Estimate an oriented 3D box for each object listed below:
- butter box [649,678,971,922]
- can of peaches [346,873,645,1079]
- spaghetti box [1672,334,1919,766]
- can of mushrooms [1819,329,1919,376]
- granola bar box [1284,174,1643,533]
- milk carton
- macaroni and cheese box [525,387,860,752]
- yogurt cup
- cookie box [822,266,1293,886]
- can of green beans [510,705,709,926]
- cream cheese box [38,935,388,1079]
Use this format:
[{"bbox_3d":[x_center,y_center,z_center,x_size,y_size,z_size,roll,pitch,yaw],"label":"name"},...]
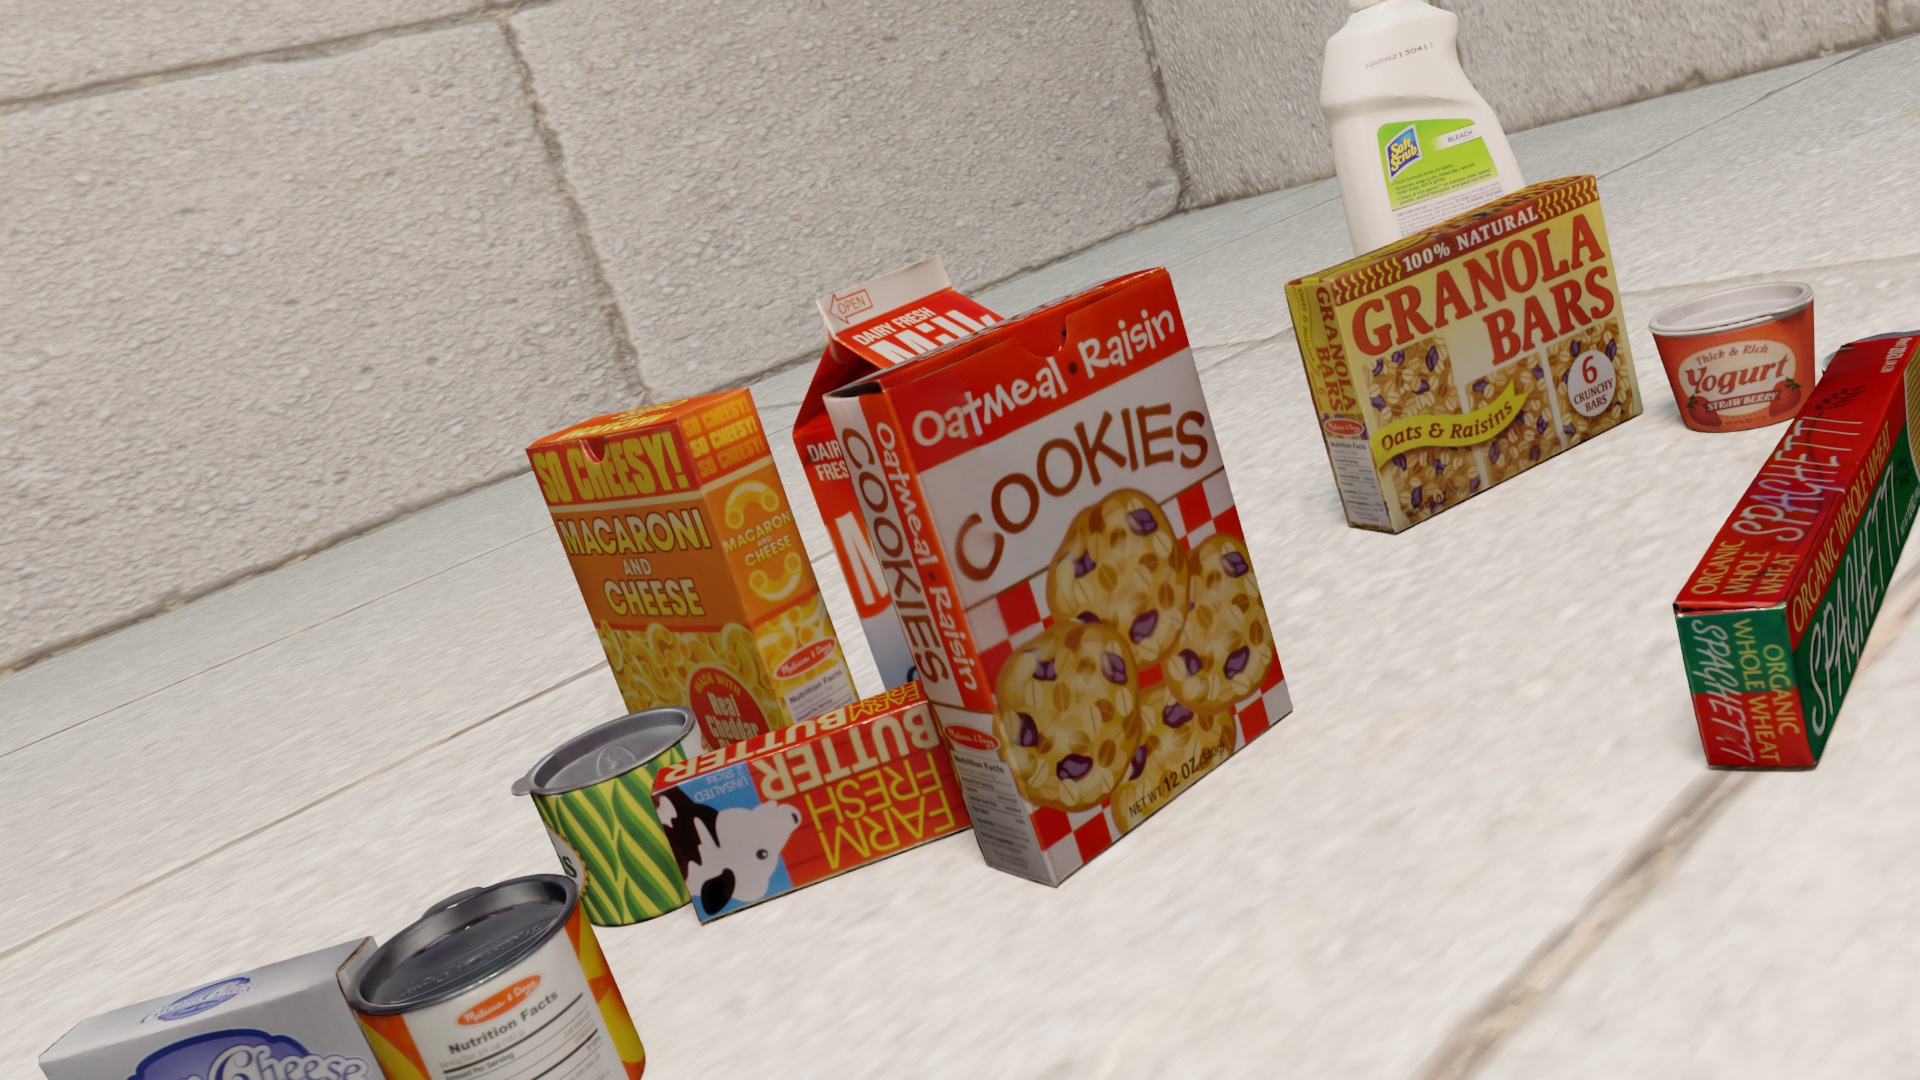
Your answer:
[{"bbox_3d":[-0.051,0.091,0.490,0.103,0.053,0.024,-19,13,-3],"label":"butter box"},{"bbox_3d":[-0.132,0.138,0.401,0.071,0.058,0.071,-17,14,4],"label":"can of peaches"},{"bbox_3d":[0.282,-0.008,0.451,0.028,0.050,0.251,-5,19,43],"label":"spaghetti box"},{"bbox_3d":[0.389,-0.063,0.564,0.071,0.033,0.071,-17,14,4],"label":"can of mushrooms"},{"bbox_3d":[0.245,-0.092,0.670,0.166,0.124,0.039,-23,14,-20],"label":"granola bar box"},{"bbox_3d":[0.002,-0.006,0.513,0.073,0.190,0.073,-7,18,40],"label":"milk carton"},{"bbox_3d":[-0.107,0.027,0.572,0.123,0.166,0.040,-4,20,47],"label":"macaroni and cheese box"},{"bbox_3d":[0.359,-0.084,0.641,0.072,0.053,0.072,-17,14,4],"label":"yogurt cup"},{"bbox_3d":[0.039,0.008,0.458,0.123,0.167,0.040,-27,16,-33],"label":"cookie box"},{"bbox_3d":[-0.122,0.103,0.525,0.071,0.057,0.071,-17,14,4],"label":"can of green beans"},{"bbox_3d":[-0.223,0.163,0.430,0.104,0.053,0.024,-17,13,6],"label":"cream cheese box"}]
